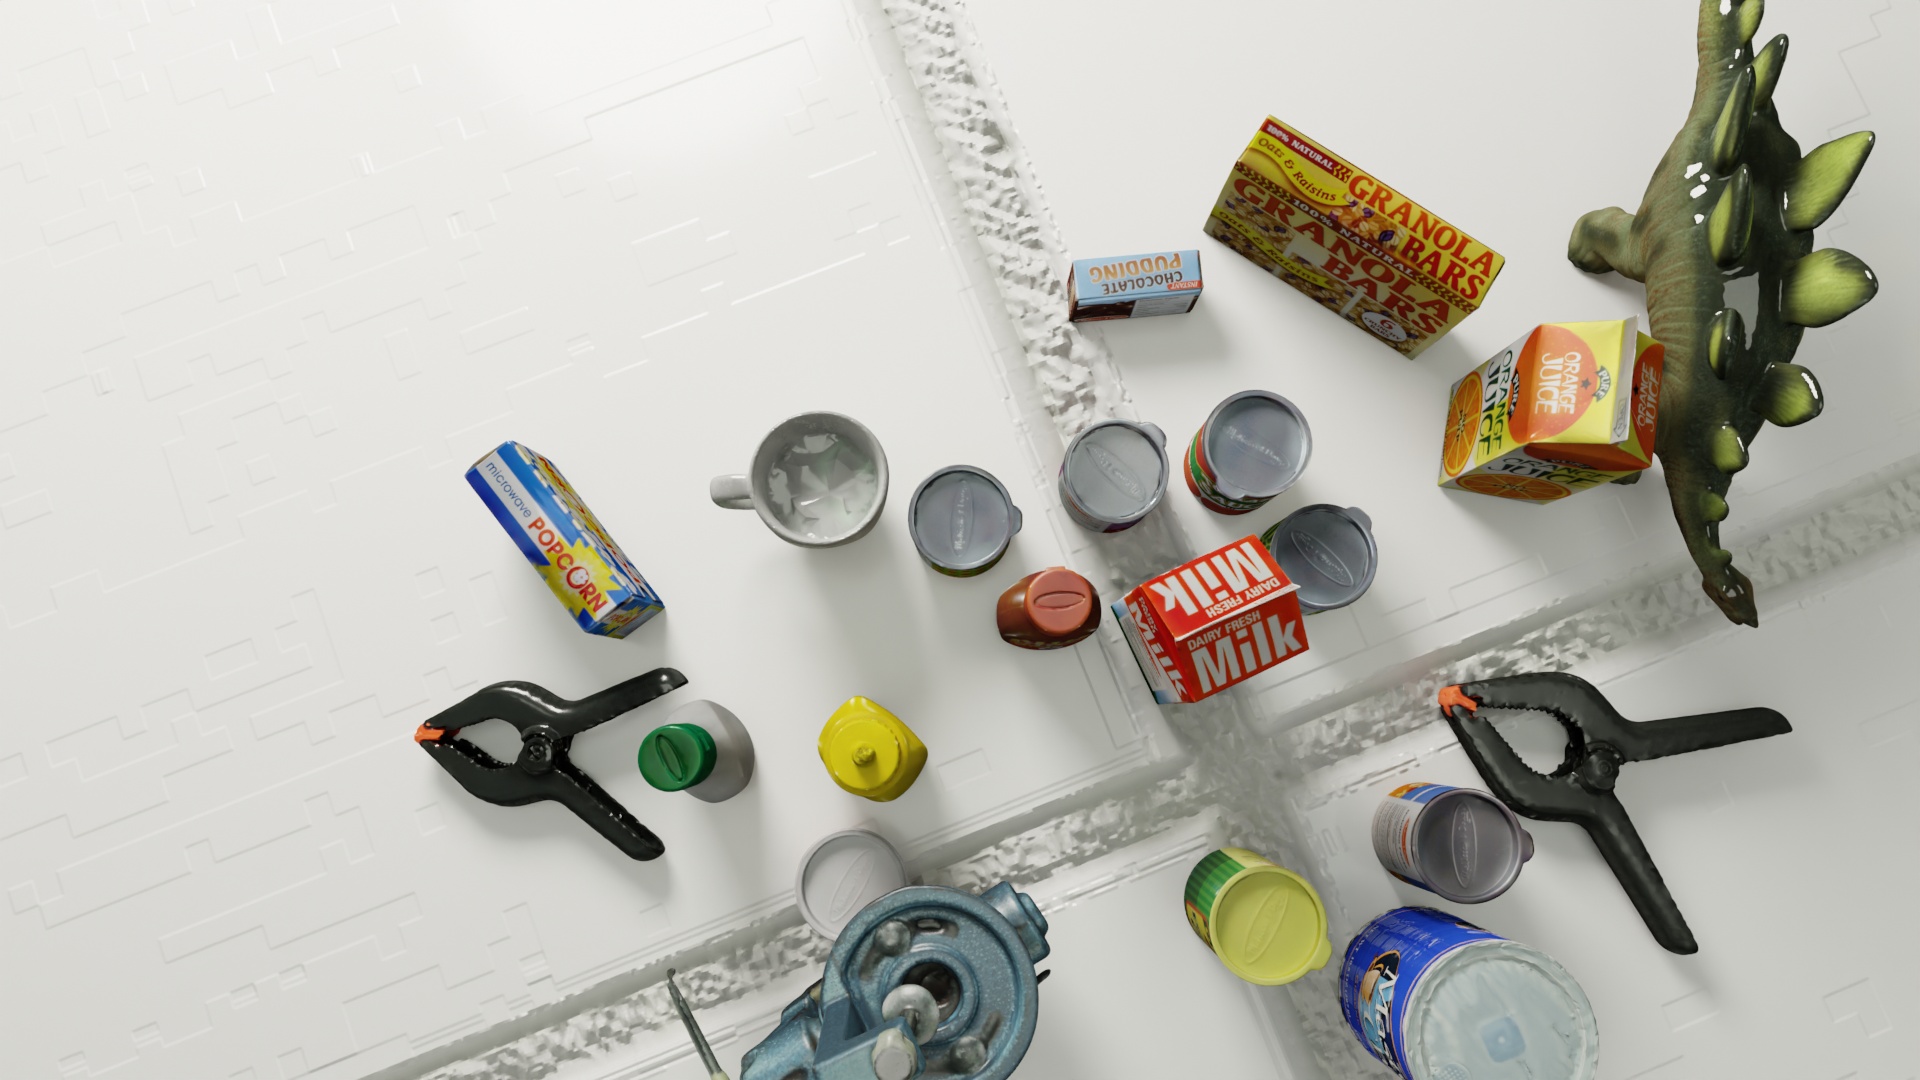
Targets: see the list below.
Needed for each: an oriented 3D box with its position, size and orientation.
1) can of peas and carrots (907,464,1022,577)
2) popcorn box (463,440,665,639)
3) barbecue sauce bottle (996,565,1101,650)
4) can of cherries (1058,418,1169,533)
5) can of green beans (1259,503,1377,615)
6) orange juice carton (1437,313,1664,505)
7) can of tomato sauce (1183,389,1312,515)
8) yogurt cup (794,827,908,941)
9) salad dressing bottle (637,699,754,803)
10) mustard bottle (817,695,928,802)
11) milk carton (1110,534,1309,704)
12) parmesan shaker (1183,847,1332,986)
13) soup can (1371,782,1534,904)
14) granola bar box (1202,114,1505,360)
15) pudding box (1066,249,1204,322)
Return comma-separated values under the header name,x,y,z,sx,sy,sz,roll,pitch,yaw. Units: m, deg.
name,x,y,z,sx,sy,sz,roll,pitch,yaw
can of peas and carrots,0.003,-0.011,0.882,0.071,0.058,0.071,0,83,0
popcorn box,-0.245,0.001,0.868,0.038,0.085,0.127,-39,84,-4
barbecue sauce bottle,0.054,0.041,0.830,0.065,0.148,0.043,-4,83,0
can of cherries,0.099,-0.041,0.886,0.071,0.058,0.071,0,83,0
can of green beans,0.223,0.013,0.879,0.071,0.057,0.071,0,83,0
orange juice carton,0.353,-0.075,0.822,0.073,0.192,0.072,10,83,2
can of tomato sauce,0.178,-0.052,0.875,0.071,0.083,0.071,0,83,0
yogurt cup,-0.065,0.210,0.855,0.072,0.054,0.072,0,83,0
salad dressing bottle,-0.156,0.125,0.820,0.044,0.147,0.064,-28,84,-3
mustard bottle,-0.054,0.123,0.813,0.065,0.160,0.049,38,85,5
milk carton,0.144,0.048,0.807,0.072,0.190,0.073,-24,83,-3
parmesan shaker,0.175,0.223,0.828,0.071,0.103,0.071,0,83,0
soup can,0.296,0.182,0.842,0.071,0.083,0.071,0,83,0
granola bar box,0.242,-0.187,0.872,0.165,0.124,0.039,33,84,4
pudding box,0.113,-0.166,0.907,0.084,0.049,0.030,-6,83,0
